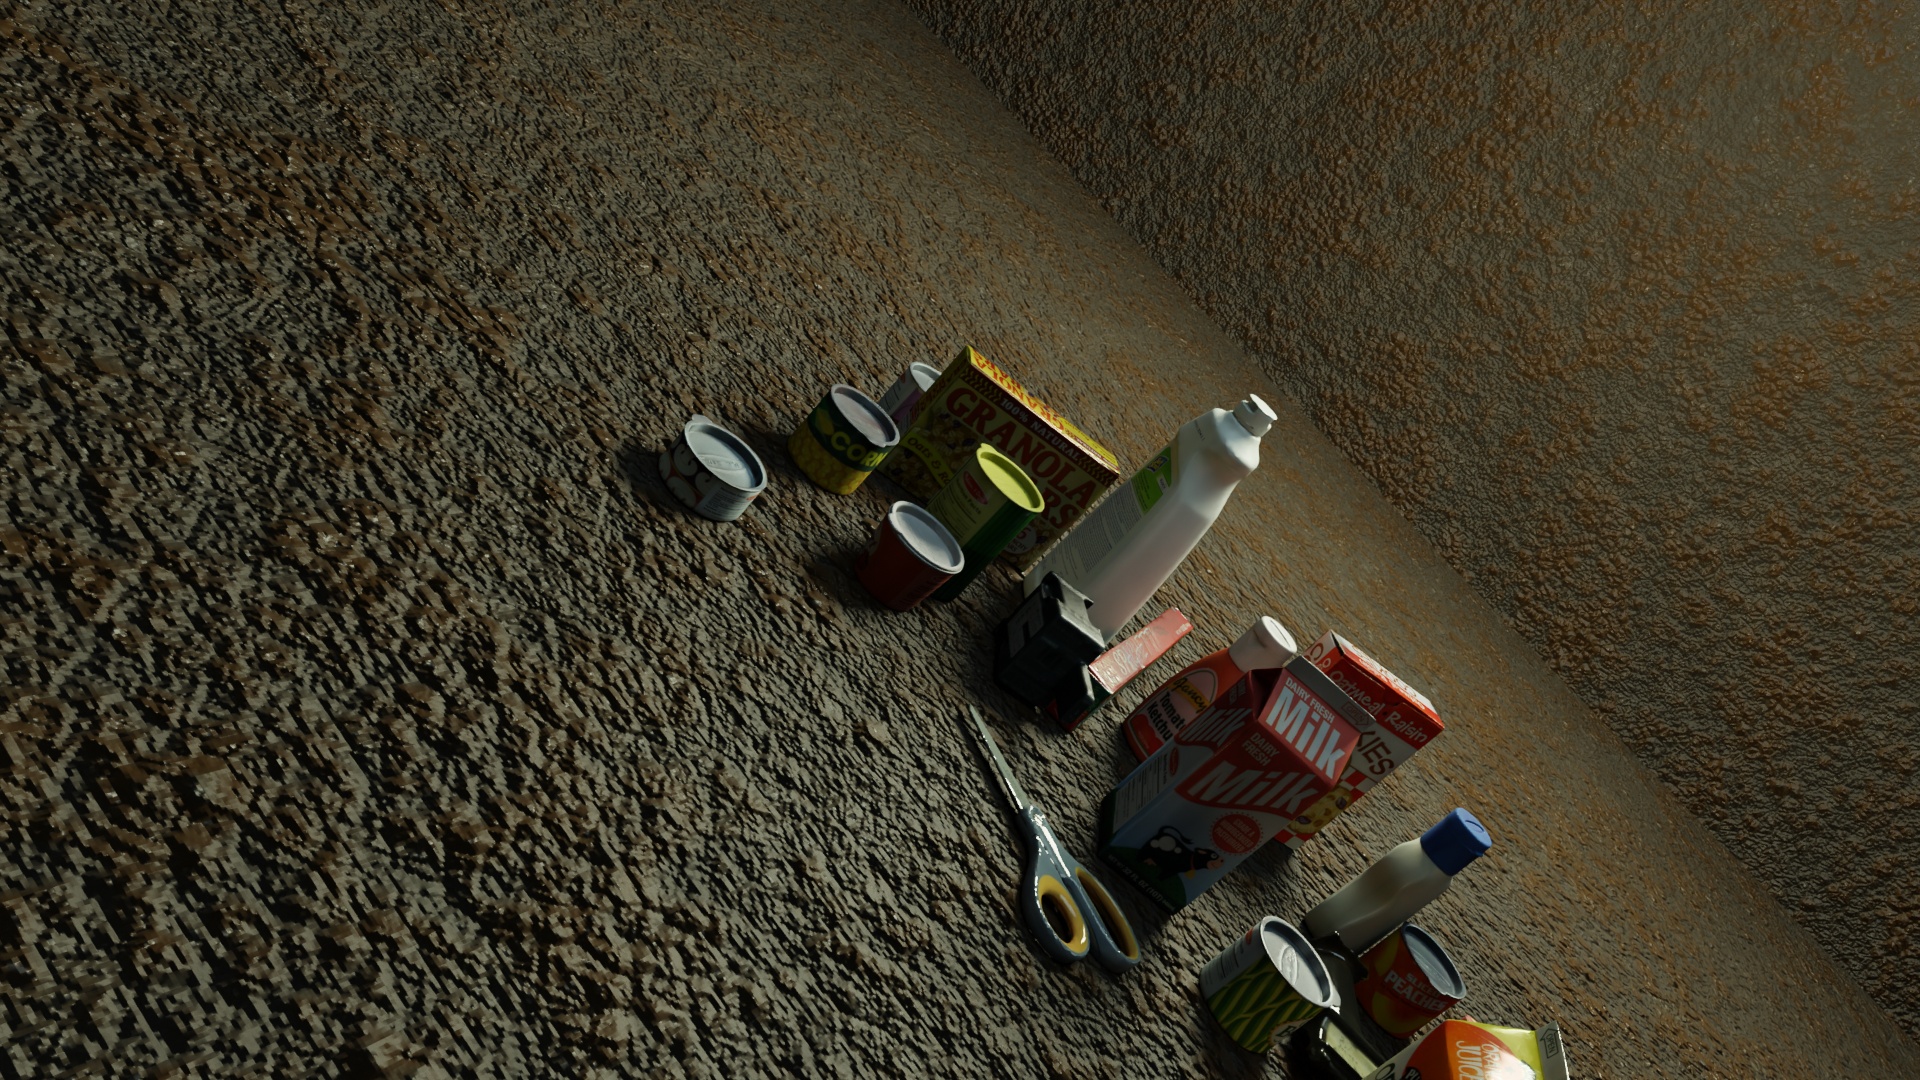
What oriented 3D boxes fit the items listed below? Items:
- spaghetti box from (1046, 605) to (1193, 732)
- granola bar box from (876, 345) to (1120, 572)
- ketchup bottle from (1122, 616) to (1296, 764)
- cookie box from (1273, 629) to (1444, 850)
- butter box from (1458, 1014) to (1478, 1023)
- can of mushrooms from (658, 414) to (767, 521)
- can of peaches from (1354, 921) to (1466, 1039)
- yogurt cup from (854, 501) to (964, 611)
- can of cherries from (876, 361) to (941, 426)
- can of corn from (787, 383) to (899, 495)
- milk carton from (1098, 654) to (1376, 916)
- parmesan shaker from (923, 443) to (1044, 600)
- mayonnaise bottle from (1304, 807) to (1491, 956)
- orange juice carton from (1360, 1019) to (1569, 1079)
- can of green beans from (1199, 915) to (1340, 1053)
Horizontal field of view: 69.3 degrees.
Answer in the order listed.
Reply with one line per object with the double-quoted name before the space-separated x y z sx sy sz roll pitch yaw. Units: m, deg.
"spaghetti box" 0.135 0.101 1.137 0.029 0.050 0.251 48 23 10
"granola bar box" 0.031 -0.065 1.161 0.165 0.124 0.039 35 24 -20
"ketchup bottle" 0.194 0.120 1.074 0.043 0.148 0.065 20 32 -45
"cookie box" 0.284 0.164 1.120 0.123 0.167 0.040 34 24 -23
"butter box" 0.395 0.399 1.038 0.103 0.053 0.024 36 23 -17
"can of mushrooms" -0.166 -0.048 0.923 0.071 0.033 0.071 36 24 -18
"can of peaches" 0.336 0.334 1.050 0.071 0.058 0.071 36 23 -18
"yogurt cup" -0.039 0.014 0.997 0.072 0.053 0.073 36 23 -18
"can of cherries" -0.034 -0.112 1.222 0.071 0.058 0.072 36 23 -18
"can of corn" -0.090 -0.075 1.065 0.071 0.058 0.071 36 23 -18
"milk carton" 0.184 0.158 0.934 0.072 0.190 0.074 40 22 -8
"parmesan shaker" 0.004 -0.013 1.052 0.071 0.102 0.071 36 23 -18
"mayonnaise bottle" 0.335 0.261 1.058 0.065 0.147 0.041 23 29 -40
"orange juice carton" 0.243 0.326 0.733 0.073 0.192 0.072 44 22 1
"can of green beans" 0.198 0.288 0.901 0.071 0.057 0.071 36 23 -18
